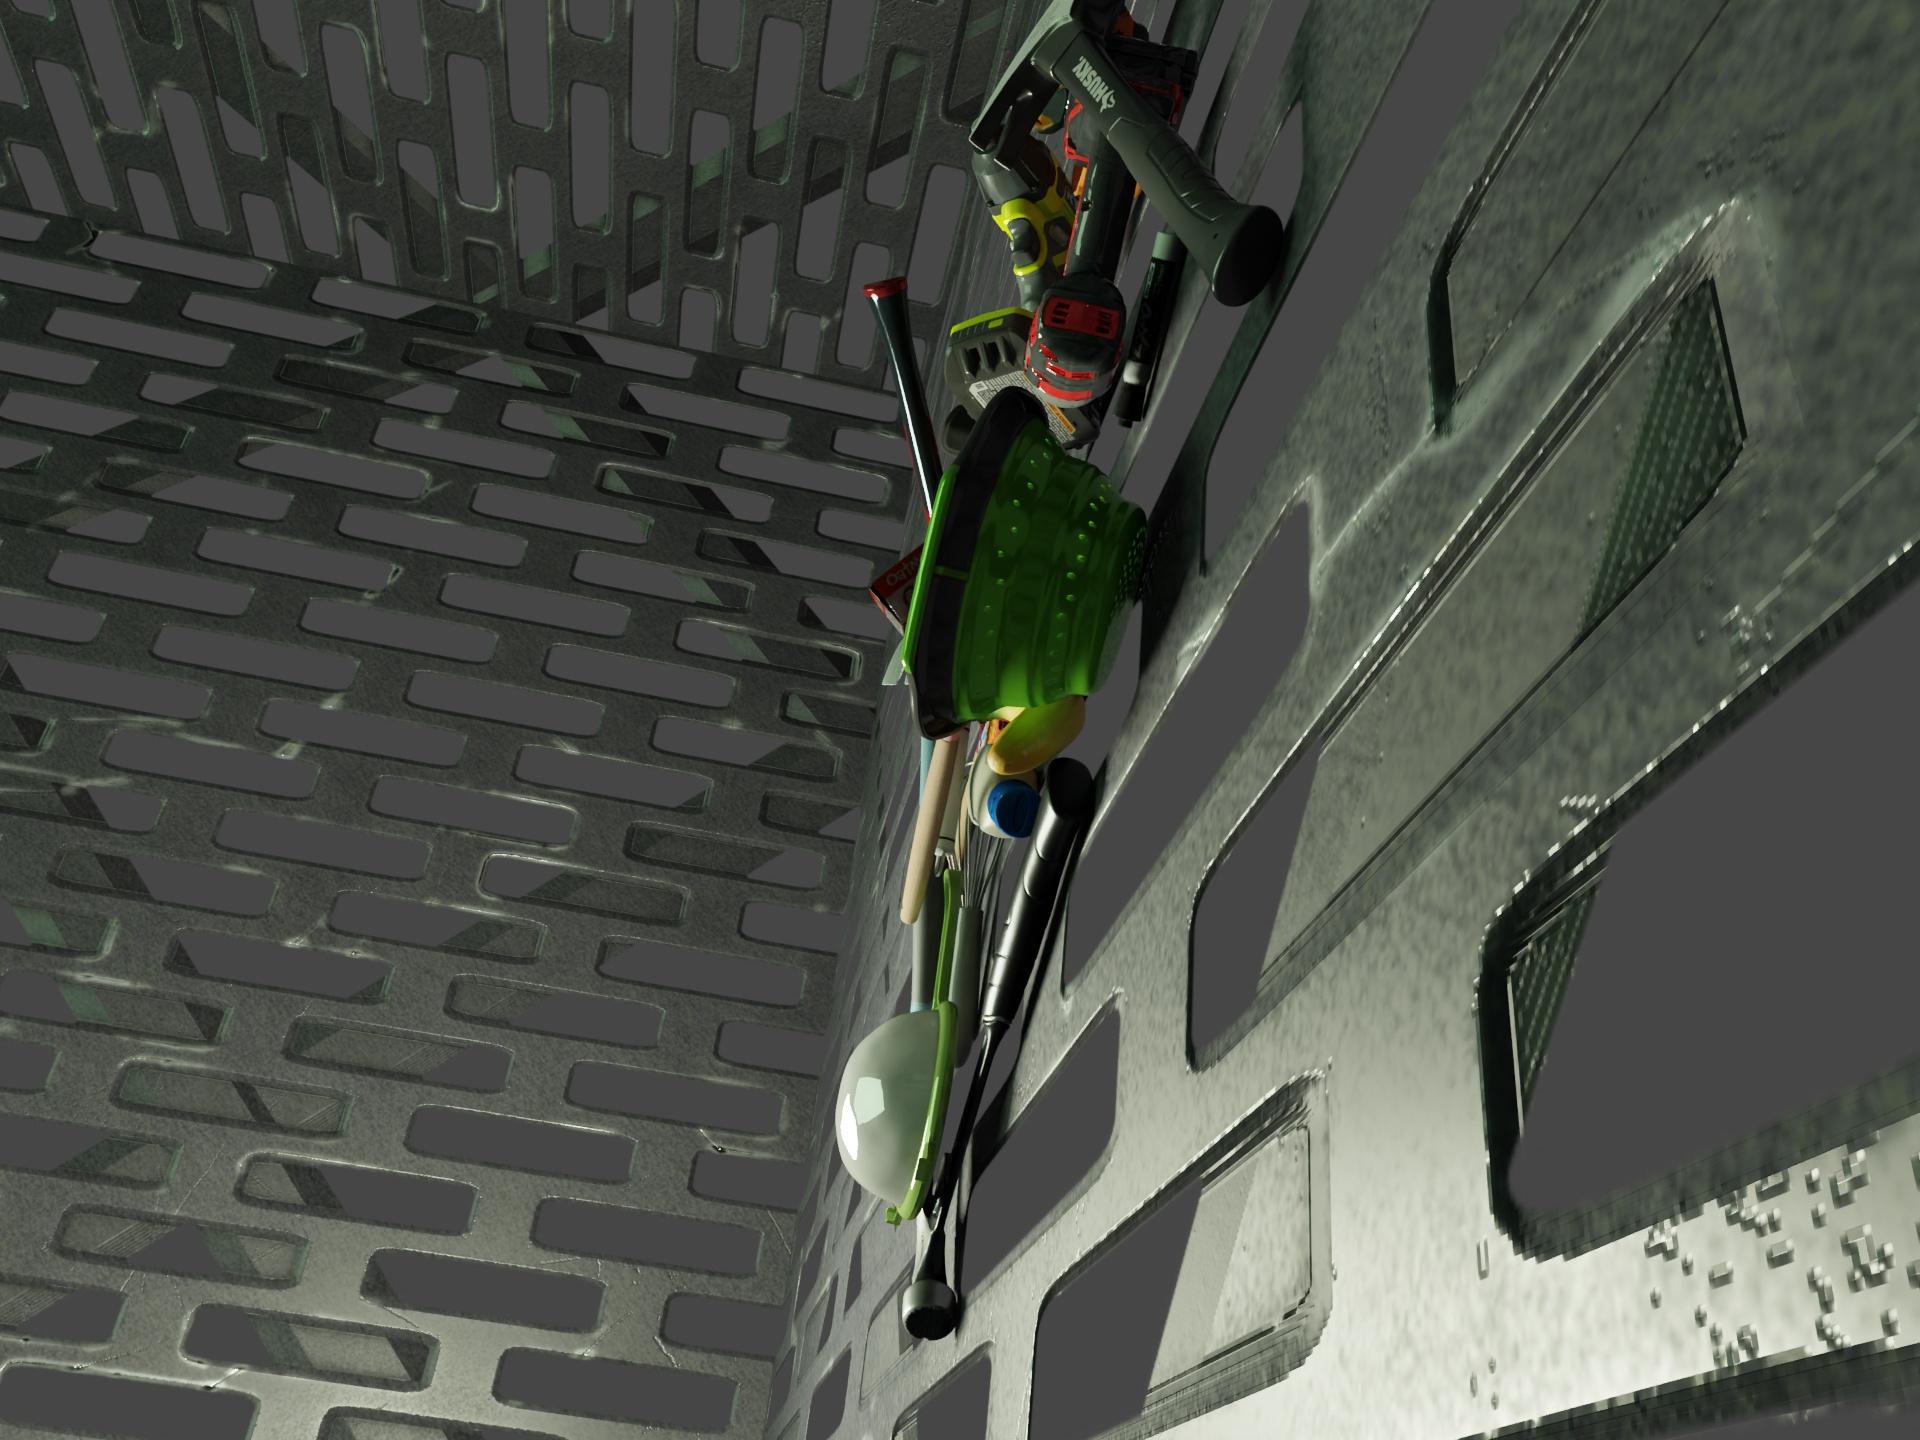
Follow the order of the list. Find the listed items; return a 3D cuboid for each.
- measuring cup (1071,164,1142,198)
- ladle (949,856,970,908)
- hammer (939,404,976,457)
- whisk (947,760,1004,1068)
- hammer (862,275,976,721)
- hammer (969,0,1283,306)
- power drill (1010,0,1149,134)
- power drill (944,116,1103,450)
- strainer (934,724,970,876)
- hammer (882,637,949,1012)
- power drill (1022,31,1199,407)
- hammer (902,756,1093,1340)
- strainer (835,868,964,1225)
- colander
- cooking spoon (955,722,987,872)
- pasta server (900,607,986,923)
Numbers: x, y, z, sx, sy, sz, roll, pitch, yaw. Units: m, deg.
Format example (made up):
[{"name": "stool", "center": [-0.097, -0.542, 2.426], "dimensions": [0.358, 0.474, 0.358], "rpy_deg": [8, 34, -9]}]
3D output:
[{"name": "measuring cup", "center": [0.123, -0.430, 1.131], "dimensions": [0.173, 0.052, 0.095], "rpy_deg": [153, 127, -80]}, {"name": "ladle", "center": [-0.016, 0.056, 1.363], "dimensions": [0.069, 0.031, 0.315], "rpy_deg": [149, 119, -69]}, {"name": "hammer", "center": [0.023, -0.259, 1.438], "dimensions": [0.337, 0.034, 0.127], "rpy_deg": [-54, -17, -74]}, {"name": "whisk", "center": [0.004, 0.149, 1.236], "dimensions": [0.055, 0.055, 0.239], "rpy_deg": [124, 152, -74]}, {"name": "hammer", "center": [-0.021, -0.186, 1.370], "dimensions": [0.143, 0.038, 0.386], "rpy_deg": [-96, -6, -60]}, {"name": "hammer", "center": [0.093, -0.312, 0.859], "dimensions": [0.146, 0.035, 0.335], "rpy_deg": [-47, 37, 24]}, {"name": "power drill", "center": [0.116, -0.568, 1.186], "dimensions": [0.164, 0.084, 0.226], "rpy_deg": [-45, -20, -40]}, {"name": "power drill", "center": [0.050, -0.323, 1.181], "dimensions": [0.171, 0.080, 0.223], "rpy_deg": [40, -133, -49]}, {"name": "strainer", "center": [-0.002, -0.004, 1.220], "dimensions": [0.087, 0.050, 0.259], "rpy_deg": [-35, 43, 58]}, {"name": "hammer", "center": [-0.022, 0.084, 1.287], "dimensions": [0.128, 0.033, 0.331], "rpy_deg": [13, -103, -64]}, {"name": "power drill", "center": [0.089, -0.313, 1.030], "dimensions": [0.143, 0.078, 0.220], "rpy_deg": [97, -175, -84]}, {"name": "hammer", "center": [0.021, 0.205, 1.036], "dimensions": [0.149, 0.036, 0.408], "rpy_deg": [-89, 12, -63]}, {"name": "strainer", "center": [-0.043, 0.218, 1.128], "dimensions": [0.151, 0.069, 0.257], "rpy_deg": [110, 169, -60]}, {"name": "colander", "center": [0.066, -0.086, 0.971], "dimensions": [0.397, 0.094, 0.204], "rpy_deg": [-26, -49, -75]}, {"name": "cooking spoon", "center": [0.016, 0.048, 1.398], "dimensions": [0.069, 0.017, 0.318], "rpy_deg": [56, 142, 45]}, {"name": "pasta server", "center": [-0.020, 0.029, 1.107], "dimensions": [0.060, 0.040, 0.316], "rpy_deg": [-86, 7, -51]}]
